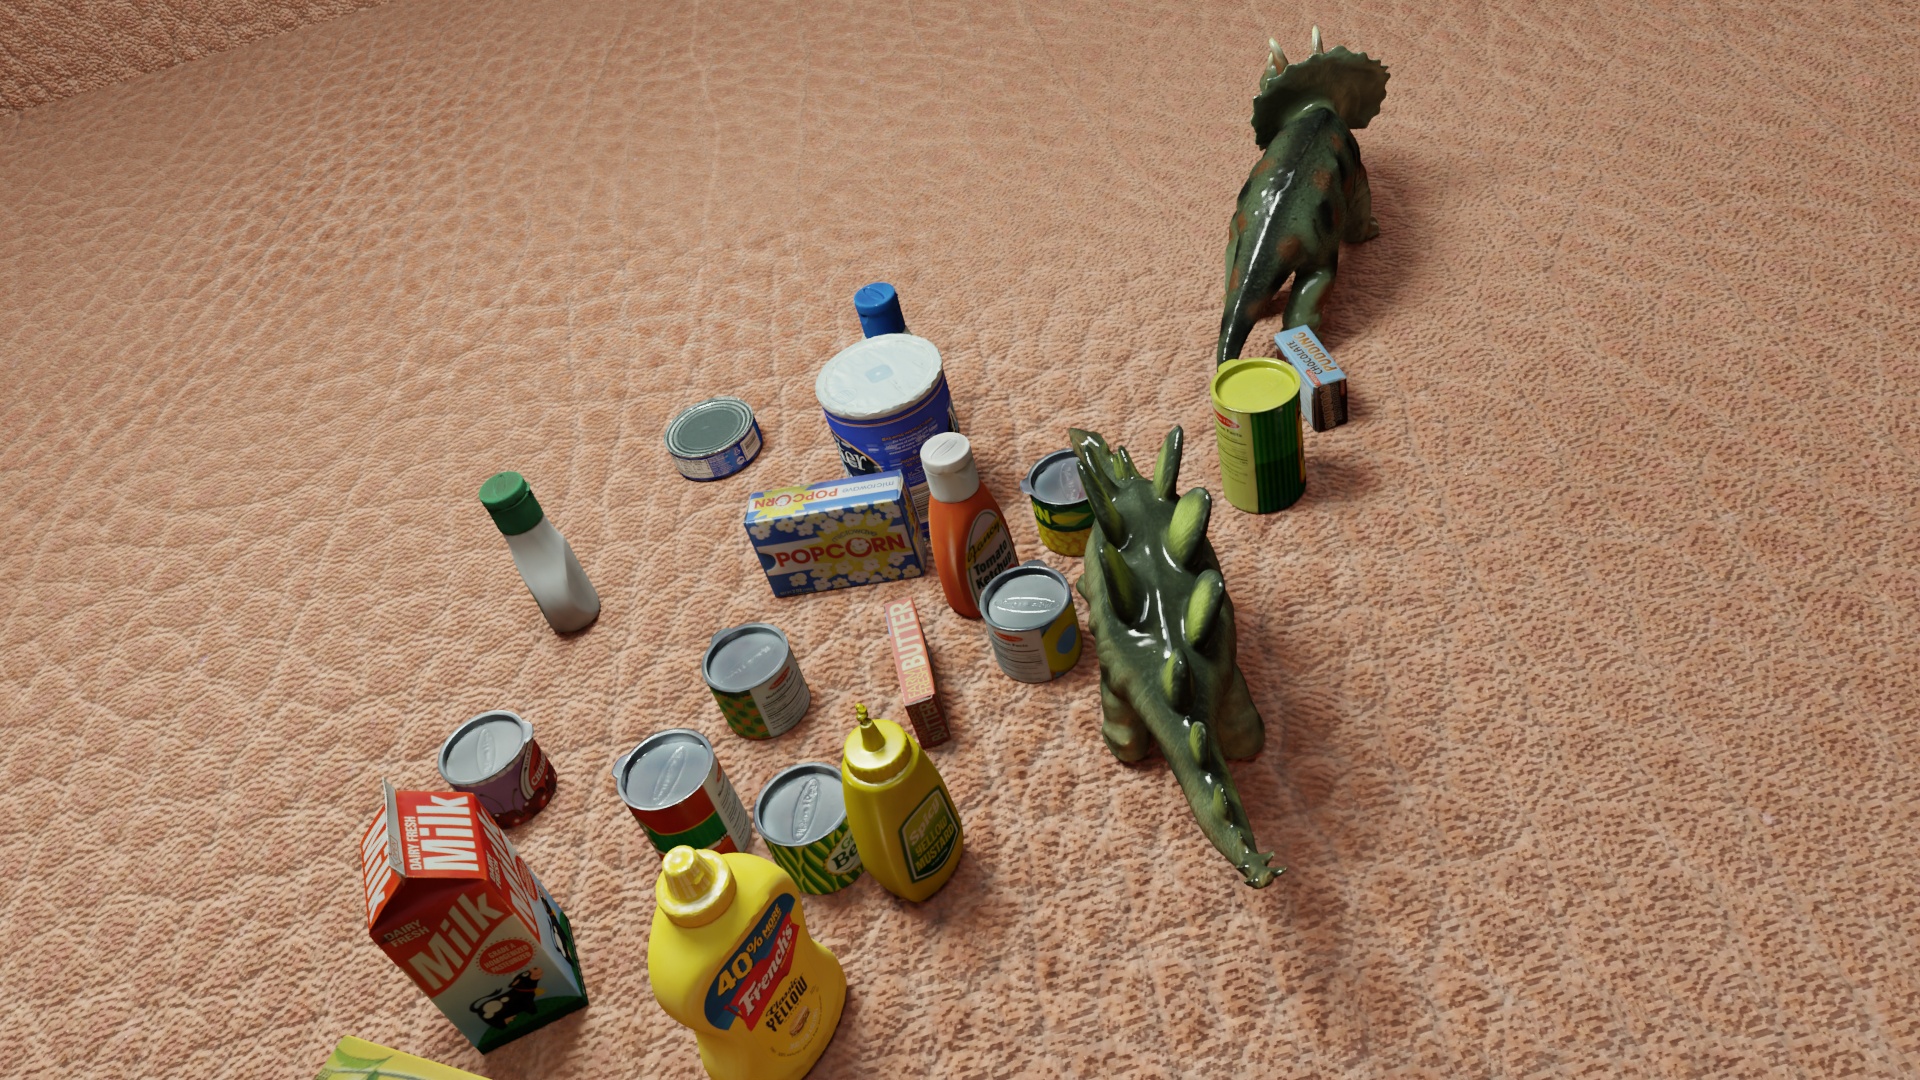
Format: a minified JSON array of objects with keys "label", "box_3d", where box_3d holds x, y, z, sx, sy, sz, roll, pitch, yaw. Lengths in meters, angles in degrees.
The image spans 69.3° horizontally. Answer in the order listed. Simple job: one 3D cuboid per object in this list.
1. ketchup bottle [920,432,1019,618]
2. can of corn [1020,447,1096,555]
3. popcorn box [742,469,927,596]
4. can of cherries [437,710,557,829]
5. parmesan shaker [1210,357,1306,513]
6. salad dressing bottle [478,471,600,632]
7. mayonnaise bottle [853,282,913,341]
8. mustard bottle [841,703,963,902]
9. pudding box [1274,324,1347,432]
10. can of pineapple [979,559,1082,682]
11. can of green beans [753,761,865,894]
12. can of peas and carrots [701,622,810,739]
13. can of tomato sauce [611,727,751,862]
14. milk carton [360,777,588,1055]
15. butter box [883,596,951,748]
[{"label":"ketchup bottle","box_3d":[0.004,-0.013,1.032,0.043,0.148,0.065,25,56,37]},{"label":"can of corn","box_3d":[0.087,-0.029,1.091,0.071,0.058,0.071,-9,42,8]},{"label":"popcorn box","box_3d":[-0.097,-0.005,1.103,0.127,0.084,0.038,-9,42,9]},{"label":"can of cherries","box_3d":[-0.334,0.167,1.011,0.071,0.058,0.072,-9,42,8]},{"label":"parmesan shaker","box_3d":[0.229,-0.081,1.069,0.071,0.102,0.072,-9,42,8]},{"label":"salad dressing bottle","box_3d":[-0.338,0.010,1.117,0.044,0.147,0.064,-18,41,-1]},{"label":"mayonnaise bottle","box_3d":[-0.057,-0.153,1.204,0.041,0.147,0.065,-36,45,-20]},{"label":"mustard bottle","box_3d":[-0.041,0.157,0.852,0.049,0.159,0.065,21,53,35]},{"label":"pudding box","box_3d":[0.289,-0.135,1.148,0.030,0.049,0.084,-18,41,-1]},{"label":"can of pineapple","box_3d":[0.053,0.059,1.006,0.071,0.057,0.071,-9,42,8]},{"label":"can of green beans","box_3d":[-0.096,0.189,0.911,0.071,0.057,0.071,-9,42,8]},{"label":"can of peas and carrots","box_3d":[-0.151,0.103,1.023,0.071,0.058,0.071,-9,42,8]},{"label":"can of tomato sauce","box_3d":[-0.186,0.178,0.933,0.071,0.082,0.071,-9,42,8]},{"label":"milk carton","box_3d":[-0.301,0.223,0.840,0.073,0.189,0.072,-24,42,-9]},{"label":"butter box","box_3d":[-0.031,0.094,0.998,0.024,0.053,0.104,-17,41,0]}]
